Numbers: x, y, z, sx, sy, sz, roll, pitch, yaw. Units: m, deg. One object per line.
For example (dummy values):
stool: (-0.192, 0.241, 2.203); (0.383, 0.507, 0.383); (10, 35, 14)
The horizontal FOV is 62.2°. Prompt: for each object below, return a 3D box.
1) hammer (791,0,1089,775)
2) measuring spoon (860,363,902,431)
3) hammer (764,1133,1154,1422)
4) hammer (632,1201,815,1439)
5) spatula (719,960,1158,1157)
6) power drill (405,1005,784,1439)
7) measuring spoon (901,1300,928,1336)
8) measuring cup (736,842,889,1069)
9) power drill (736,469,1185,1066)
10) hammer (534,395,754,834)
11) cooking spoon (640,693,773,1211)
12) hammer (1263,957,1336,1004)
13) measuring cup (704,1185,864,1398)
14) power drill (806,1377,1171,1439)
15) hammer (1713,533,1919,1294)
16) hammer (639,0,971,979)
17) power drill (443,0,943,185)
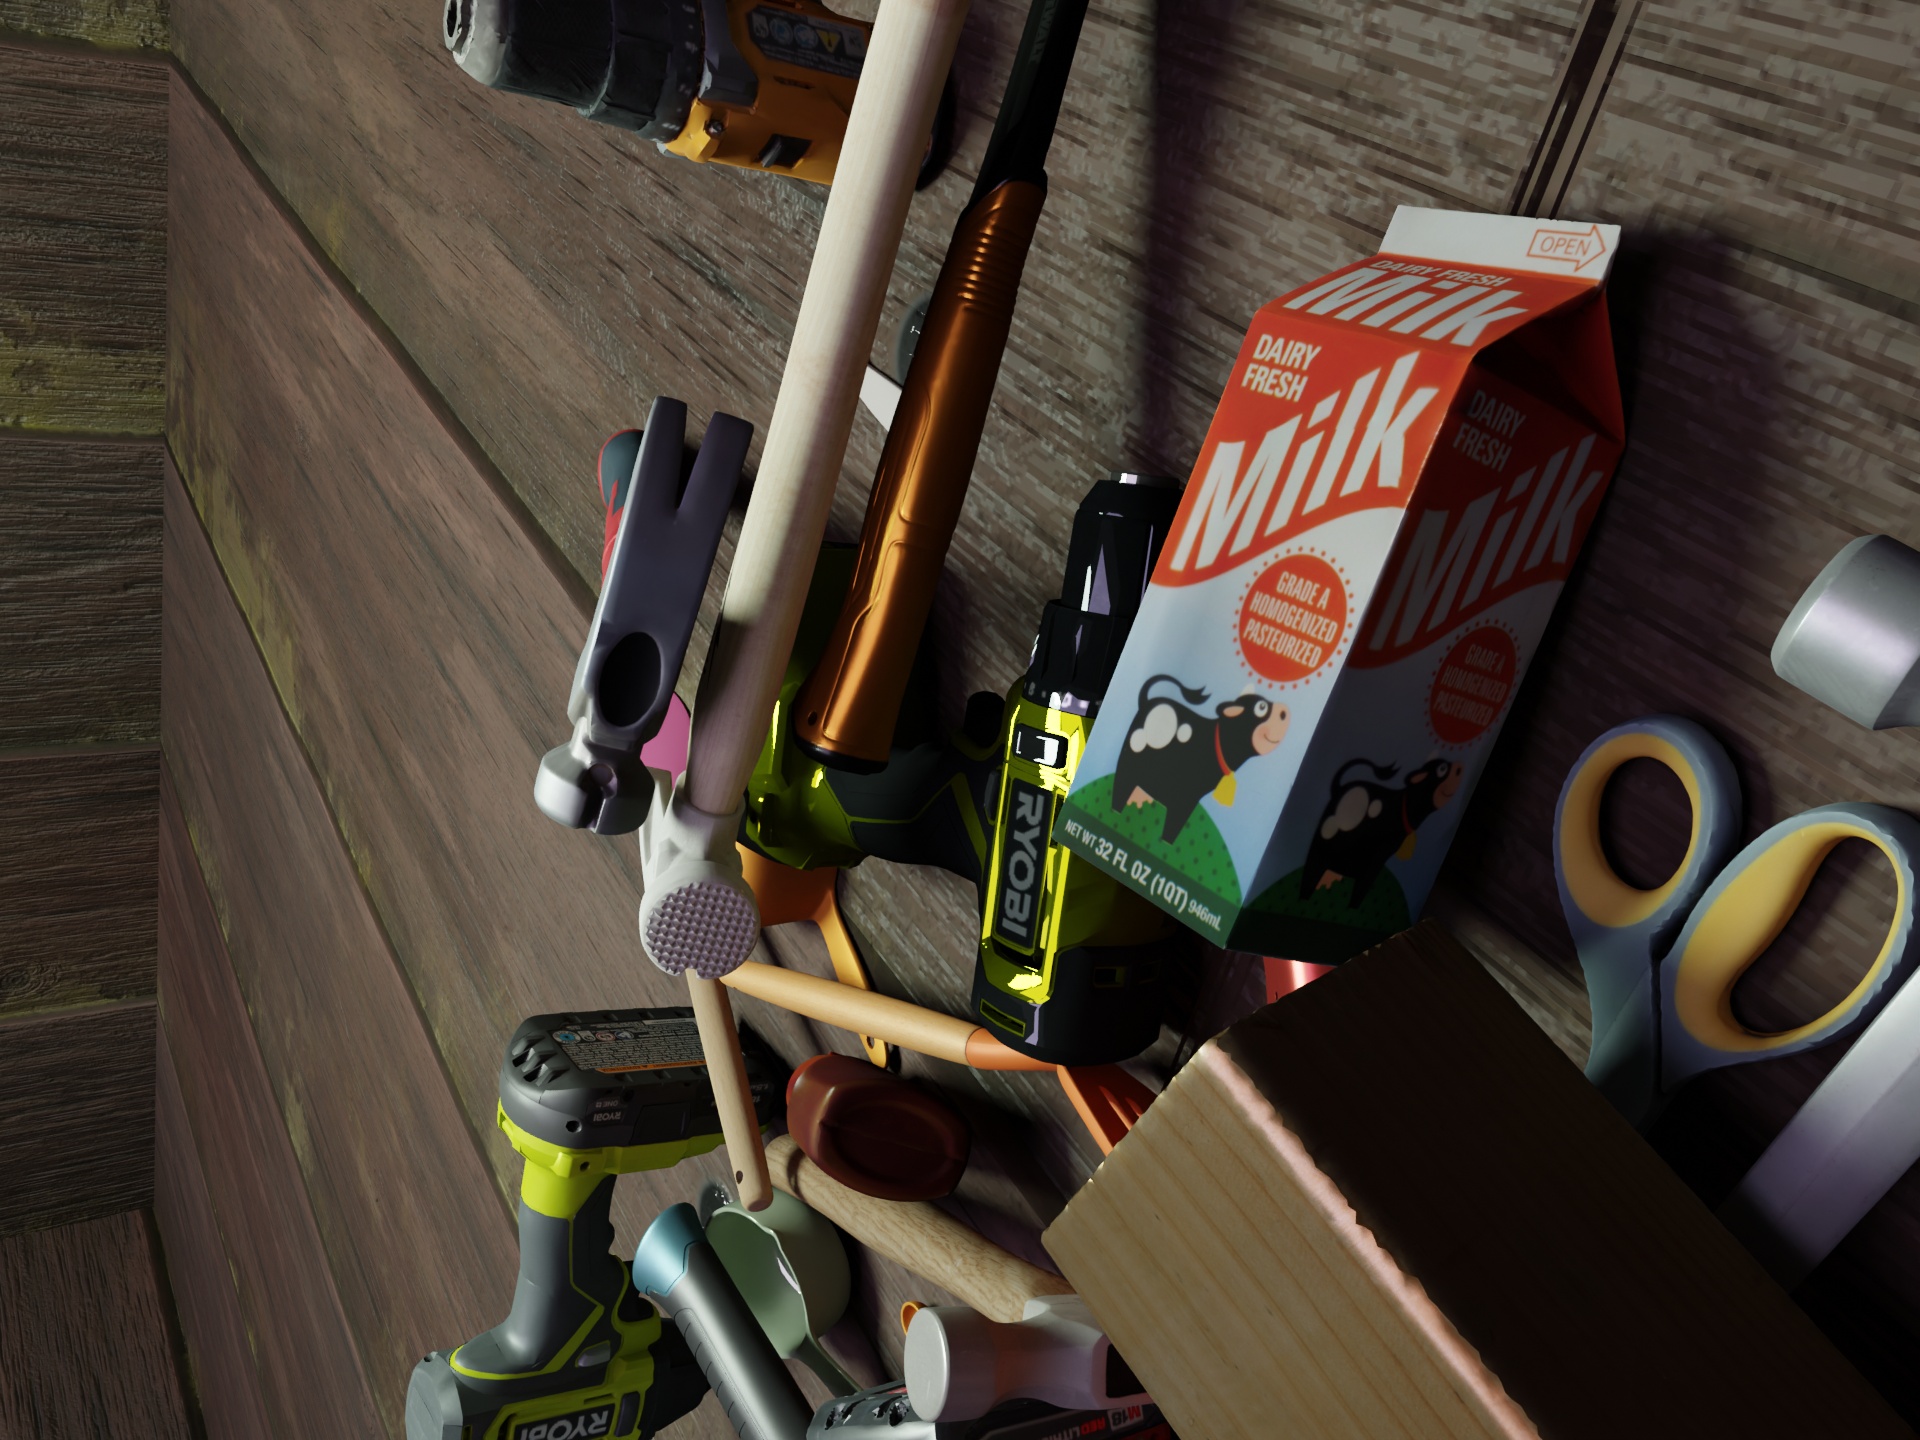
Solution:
hammer: (0.011, -0.142, 0.518); (0.127, 0.034, 0.337); (26, 101, 51)
measuring spoon: (-0.036, -0.134, 0.668); (0.124, 0.018, 0.034); (49, 131, 40)
hammer: (-0.010, 0.198, 0.608); (0.331, 0.130, 0.031); (170, 106, -66)
hammer: (-0.051, 0.340, 0.664); (0.128, 0.033, 0.331); (-50, 53, 7)
spatula: (-0.011, 0.130, 0.612); (0.323, 0.081, 0.041); (3, 69, 52)
power drill: (-0.172, 0.263, 0.800); (0.080, 0.171, 0.223); (29, 109, 49)
measuring spoon: (0.004, 0.301, 0.674); (0.117, 0.011, 0.021); (61, 140, 25)
measuring cup: (-0.085, 0.088, 0.736); (0.095, 0.052, 0.174); (-57, 49, 42)
power drill: (-0.001, -0.002, 0.585); (0.229, 0.080, 0.190); (19, 105, 51)
hammer: (-0.134, -0.092, 0.675); (0.387, 0.038, 0.143); (-119, 46, -67)
cooking spoon: (-0.135, 0.100, 0.797); (0.068, 0.017, 0.319); (-51, 42, 29)
hammer: (0.095, 0.224, 0.422); (0.149, 0.036, 0.359); (135, 140, -76)
measuring cup: (-0.054, 0.287, 0.742); (0.168, 0.038, 0.083); (41, 130, 24)
power drill: (0.013, 0.332, 0.511); (0.080, 0.187, 0.227); (-30, 66, 46)
hammer: (0.168, 0.164, 0.382); (0.144, 0.035, 0.405); (42, 130, 31)
hammer: (-0.043, -0.128, 0.524); (0.146, 0.038, 0.410); (-123, 48, -67)
power drill: (-0.109, -0.319, 0.610); (0.084, 0.185, 0.226); (-27, 69, 55)
